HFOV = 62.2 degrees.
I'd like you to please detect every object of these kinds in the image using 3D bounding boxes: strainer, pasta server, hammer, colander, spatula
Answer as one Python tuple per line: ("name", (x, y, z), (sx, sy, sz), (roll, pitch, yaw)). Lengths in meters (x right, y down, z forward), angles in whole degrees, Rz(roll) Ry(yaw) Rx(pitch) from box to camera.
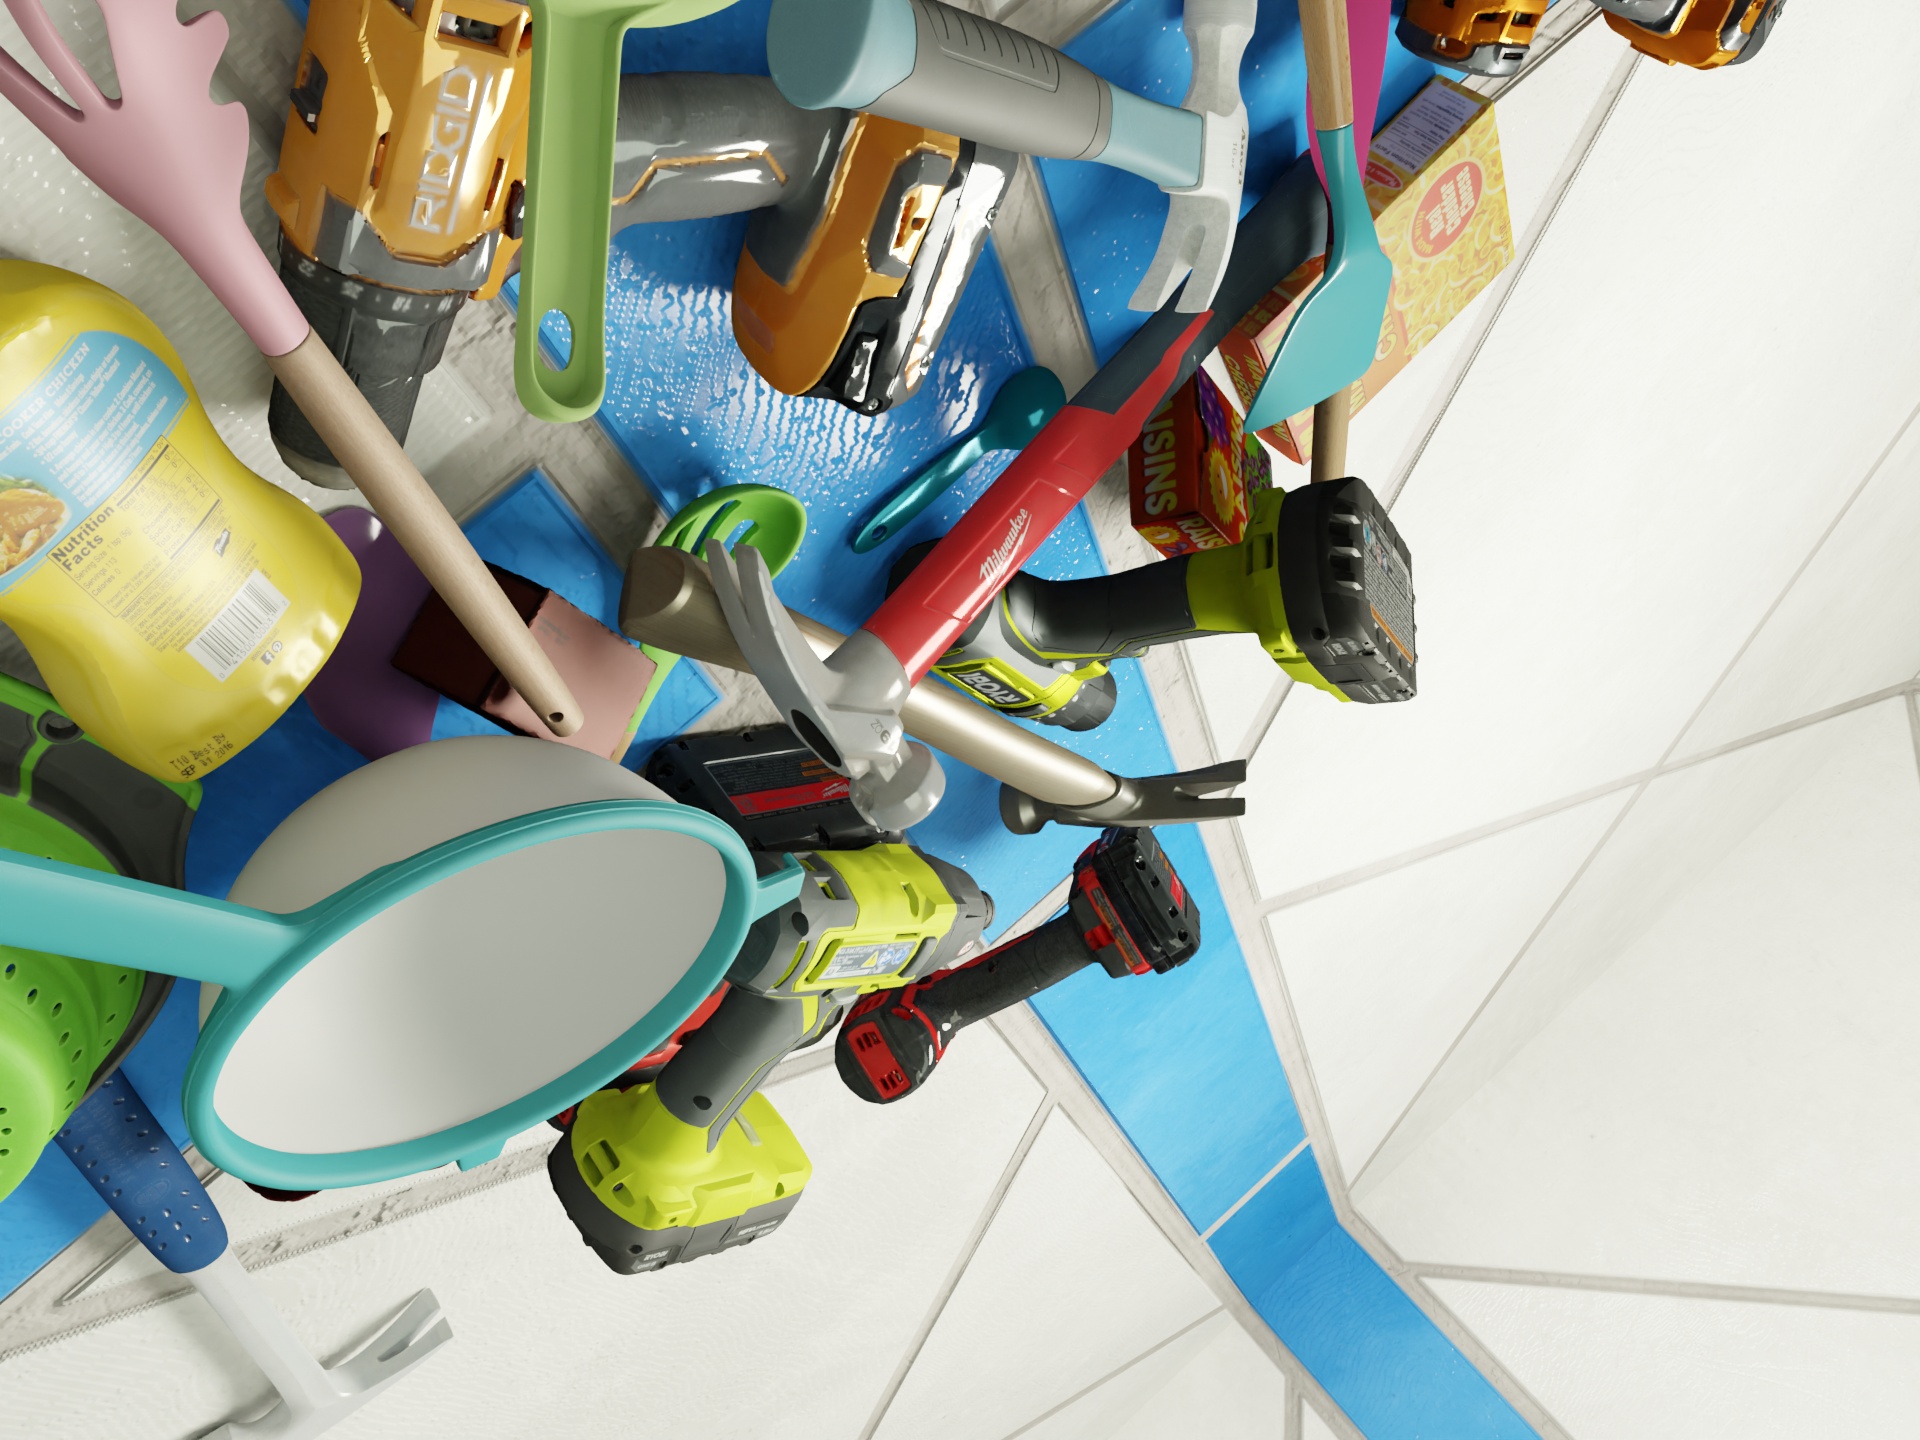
("strainer", (-0.215, 0.056, 0.535), (0.211, 0.095, 0.340), (-41, 151, 8))
("pasta server", (-0.180, -0.095, 0.460), (0.060, 0.040, 0.315), (-17, 142, 4))
("hammer", (-0.001, -0.002, 0.748), (0.410, 0.146, 0.038), (26, 63, -56))
("colander", (-0.403, 0.157, 0.496), (0.397, 0.095, 0.204), (-44, 136, 5))
("spatula", (-0.216, 0.045, 0.661), (0.060, 0.018, 0.315), (-32, 141, -28))
("strainer", (-0.081, -0.204, 0.395), (0.151, 0.069, 0.256), (1, 96, -42))
("hammer", (0.054, -0.138, 0.674), (0.386, 0.038, 0.143), (-49, 130, -23))
("hammer", (-0.348, 0.250, 0.746), (0.144, 0.035, 0.405), (-28, 144, -24))
("hammer", (0.037, -0.205, 0.531), (0.331, 0.033, 0.128), (-24, 119, -61))
("spatula", (0.140, -0.269, 0.647), (0.082, 0.044, 0.317), (-29, 125, -21))

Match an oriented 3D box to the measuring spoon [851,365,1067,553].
("measuring spoon", (0.003, -0.115, 0.739), (0.128, 0.021, 0.042), (-41, 148, -9))

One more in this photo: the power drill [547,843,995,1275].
("power drill", (-0.085, 0.154, 0.762), (0.171, 0.080, 0.223), (6, 125, -52))

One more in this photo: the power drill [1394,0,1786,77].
("power drill", (0.313, -0.385, 0.733), (0.226, 0.084, 0.164), (-14, 137, -33))

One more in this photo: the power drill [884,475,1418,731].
("power drill", (0.101, -0.043, 0.784), (0.190, 0.228, 0.080), (30, 58, -57))

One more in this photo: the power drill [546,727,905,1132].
("power drill", (-0.111, 0.113, 0.824), (0.187, 0.080, 0.226), (-8, 135, -44))

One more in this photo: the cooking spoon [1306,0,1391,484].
("cooking spoon", (0.178, -0.199, 0.745), (0.069, 0.017, 0.318), (-36, 135, -39))

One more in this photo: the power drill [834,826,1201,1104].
("power drill", (0.032, 0.146, 0.961), (0.219, 0.078, 0.143), (-31, -179, 10))

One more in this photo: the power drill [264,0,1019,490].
("power drill", (-0.109, -0.154, 0.521), (0.226, 0.084, 0.185), (-3, 132, -42))

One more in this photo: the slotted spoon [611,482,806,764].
("slotted spoon", (-0.164, 0.020, 0.703), (0.070, 0.031, 0.313), (8, 122, -52))
